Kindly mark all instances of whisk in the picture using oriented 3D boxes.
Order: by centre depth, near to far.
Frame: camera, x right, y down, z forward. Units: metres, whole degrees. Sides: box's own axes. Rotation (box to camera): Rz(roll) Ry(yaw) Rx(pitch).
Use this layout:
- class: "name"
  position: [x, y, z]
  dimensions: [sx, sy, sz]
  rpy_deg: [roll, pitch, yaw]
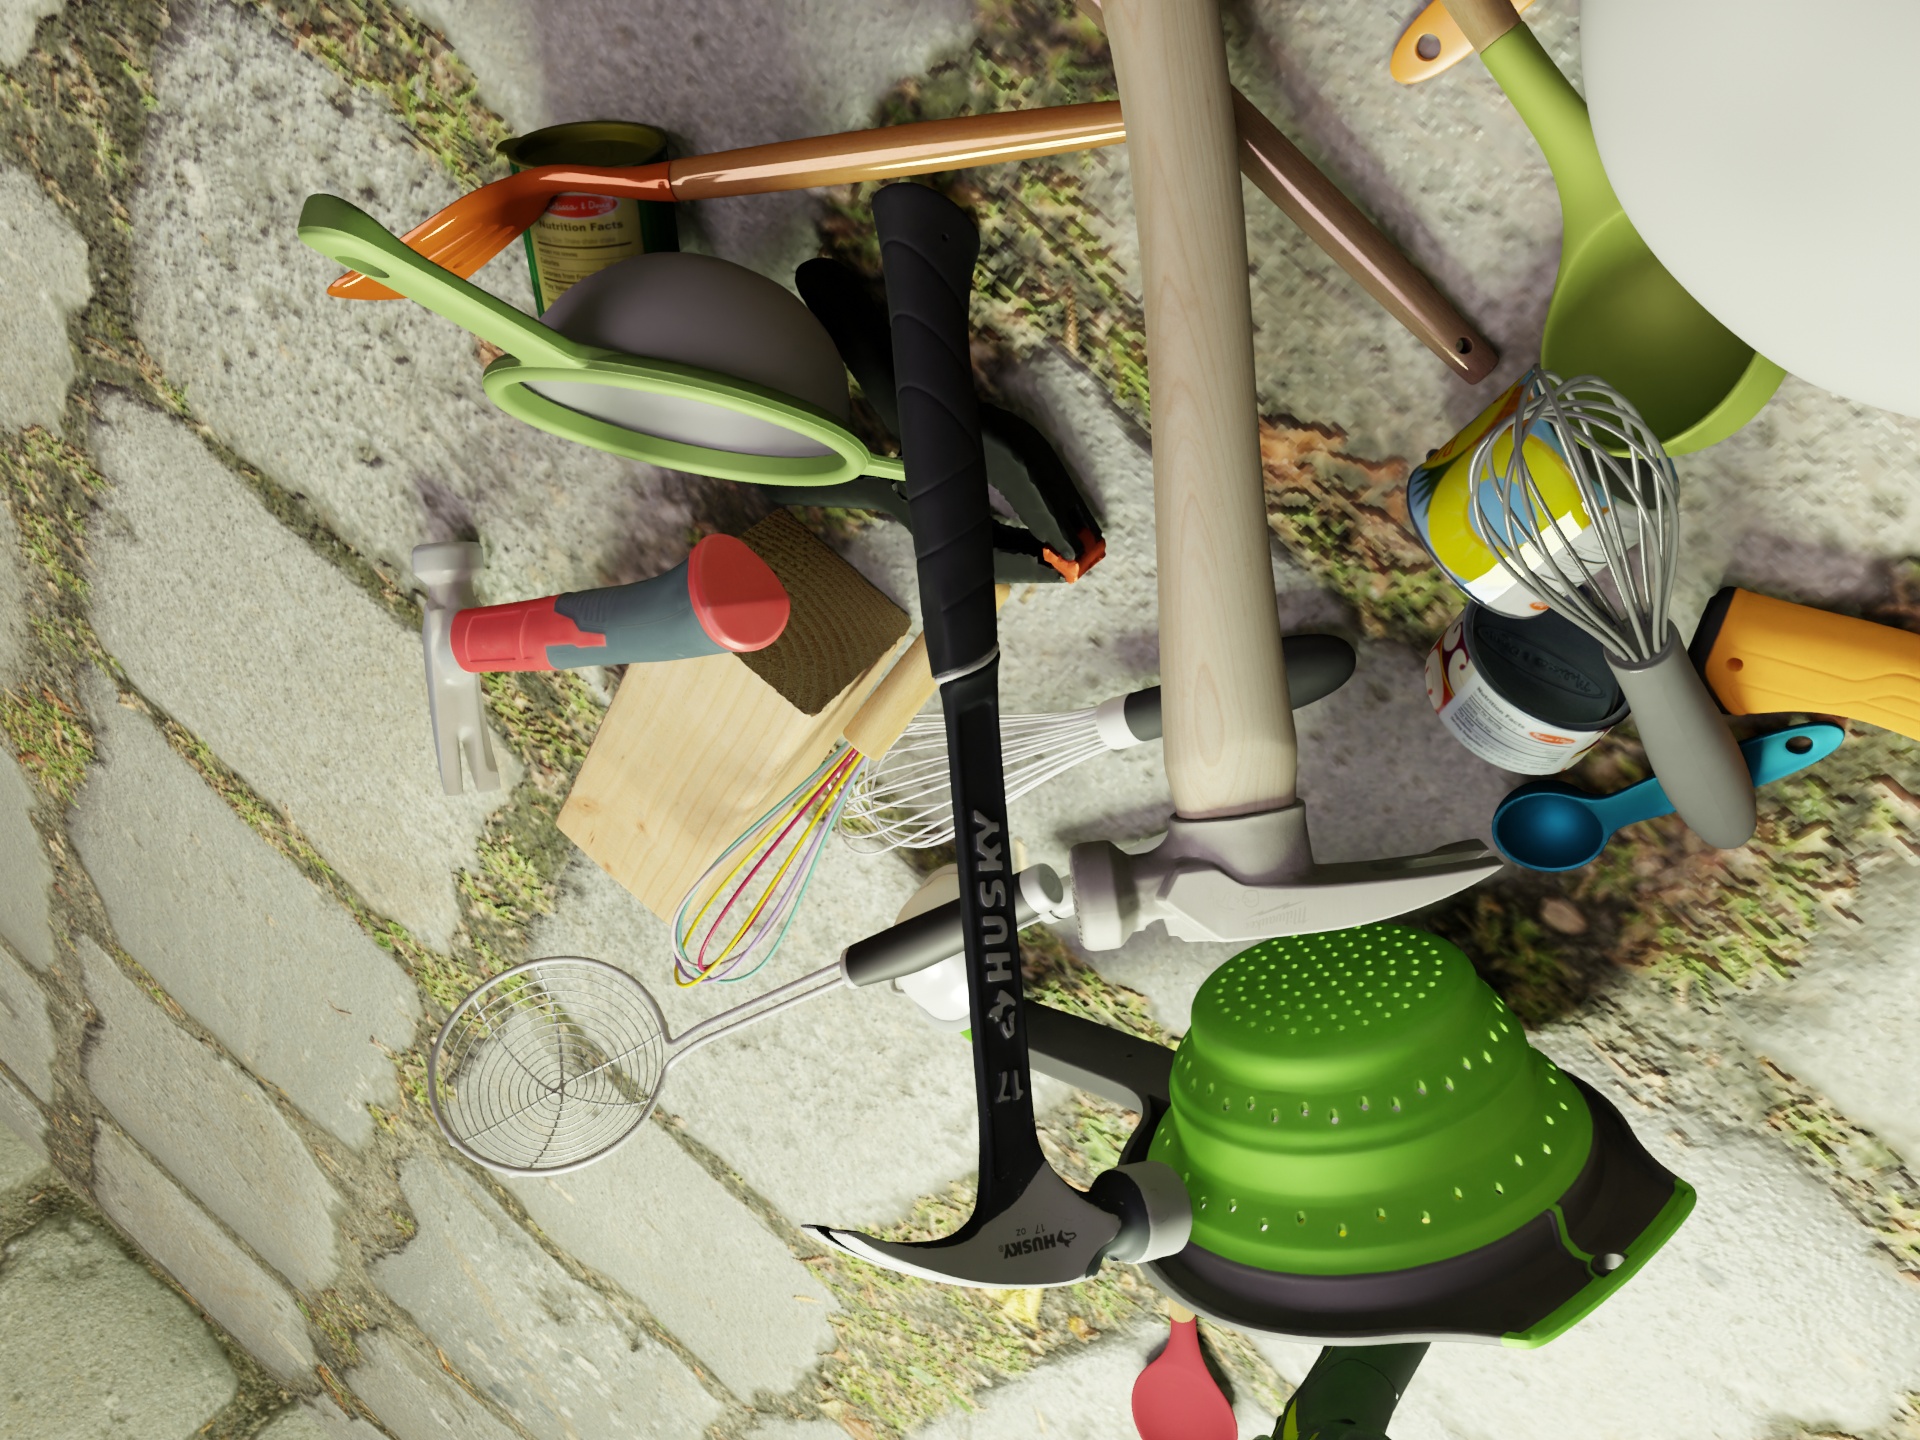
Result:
- class: "whisk"
  position: [0.215, -0.022, 0.496]
  dimensions: [0.055, 0.055, 0.238]
  rpy_deg: [-4, 145, 38]
- class: "whisk"
  position: [0.047, 0.007, 0.710]
  dimensions: [0.284, 0.070, 0.070]
  rpy_deg: [-18, 110, 38]
- class: "whisk"
  position: [-0.057, 0.031, 0.725]
  dimensions: [0.051, 0.047, 0.245]
  rpy_deg: [39, 102, 3]

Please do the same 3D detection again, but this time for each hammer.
- class: "hammer"
  position: [0.395, 0.019, 0.471]
  dimensions: [0.337, 0.034, 0.127]
  rpy_deg: [21, 132, 23]
- class: "hammer"
  position: [0.086, -0.127, 0.515]
  dimensions: [0.146, 0.038, 0.410]
  rpy_deg: [-7, 102, 3]
- class: "hammer"
  position: [-0.001, -0.002, 0.583]
  dimensions: [0.036, 0.149, 0.409]
  rpy_deg: [-18, 75, 53]
- class: "hammer"
  position: [-0.184, -0.027, 0.749]
  dimensions: [0.386, 0.038, 0.143]
  rpy_deg: [1, 97, 56]

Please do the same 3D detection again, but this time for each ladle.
- class: "ladle"
  position: [0.137, -0.217, 0.460]
  dimensions: [0.320, 0.062, 0.078]
  rpy_deg: [55, 141, -4]
- class: "ladle"
  position: [0.123, 0.319, 0.903]
  dimensions: [0.069, 0.031, 0.315]
  rpy_deg: [10, 125, 28]

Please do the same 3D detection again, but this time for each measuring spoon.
- class: "measuring spoon"
  position: [0.172, -0.227, 0.468]
  dimensions: [0.021, 0.011, 0.117]
  rpy_deg: [51, 136, -6]
- class: "measuring spoon"
  position: [0.260, 0.022, 0.591]
  dimensions: [0.128, 0.021, 0.042]
  rpy_deg: [-26, 117, 36]

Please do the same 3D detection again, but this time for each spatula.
- class: "spatula"
  position: [-0.082, -0.195, 0.595]
  dimensions: [0.322, 0.081, 0.041]
  rpy_deg: [-2, 104, 14]

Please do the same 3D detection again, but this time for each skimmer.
- class: "skimmer"
  position: [-0.119, 0.135, 0.801]
  dimensions: [0.363, 0.127, 0.090]
  rpy_deg: [-27, 138, 29]

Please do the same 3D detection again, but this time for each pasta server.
- class: "pasta server"
  position: [0.064, -0.226, 0.532]
  dimensions: [0.316, 0.040, 0.060]
  rpy_deg: [42, 107, -6]

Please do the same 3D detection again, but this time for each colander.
- class: "colander"
  position: [0.107, 0.137, 0.696]
  dimensions: [0.397, 0.204, 0.094]
  rpy_deg: [7, 116, 55]

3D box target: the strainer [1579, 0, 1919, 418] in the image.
- class: "strainer"
  position: [0.165, -0.186, 0.352]
  dimensions: [0.341, 0.095, 0.210]
  rpy_deg: [53, 162, 30]

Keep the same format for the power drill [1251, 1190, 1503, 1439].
- class: "power drill"
  position: [0.159, 0.305, 0.718]
  dimensions: [0.080, 0.228, 0.190]
  rpy_deg: [40, 136, 5]

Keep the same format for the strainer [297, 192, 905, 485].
- class: "strainer"
  position: [-0.129, -0.151, 0.579]
  dimensions: [0.151, 0.256, 0.069]
  rpy_deg: [8, 85, 28]

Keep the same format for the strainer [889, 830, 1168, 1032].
- class: "strainer"
  position: [0.037, 0.090, 0.775]
  dimensions: [0.258, 0.050, 0.087]
  rpy_deg: [-29, 61, 36]
